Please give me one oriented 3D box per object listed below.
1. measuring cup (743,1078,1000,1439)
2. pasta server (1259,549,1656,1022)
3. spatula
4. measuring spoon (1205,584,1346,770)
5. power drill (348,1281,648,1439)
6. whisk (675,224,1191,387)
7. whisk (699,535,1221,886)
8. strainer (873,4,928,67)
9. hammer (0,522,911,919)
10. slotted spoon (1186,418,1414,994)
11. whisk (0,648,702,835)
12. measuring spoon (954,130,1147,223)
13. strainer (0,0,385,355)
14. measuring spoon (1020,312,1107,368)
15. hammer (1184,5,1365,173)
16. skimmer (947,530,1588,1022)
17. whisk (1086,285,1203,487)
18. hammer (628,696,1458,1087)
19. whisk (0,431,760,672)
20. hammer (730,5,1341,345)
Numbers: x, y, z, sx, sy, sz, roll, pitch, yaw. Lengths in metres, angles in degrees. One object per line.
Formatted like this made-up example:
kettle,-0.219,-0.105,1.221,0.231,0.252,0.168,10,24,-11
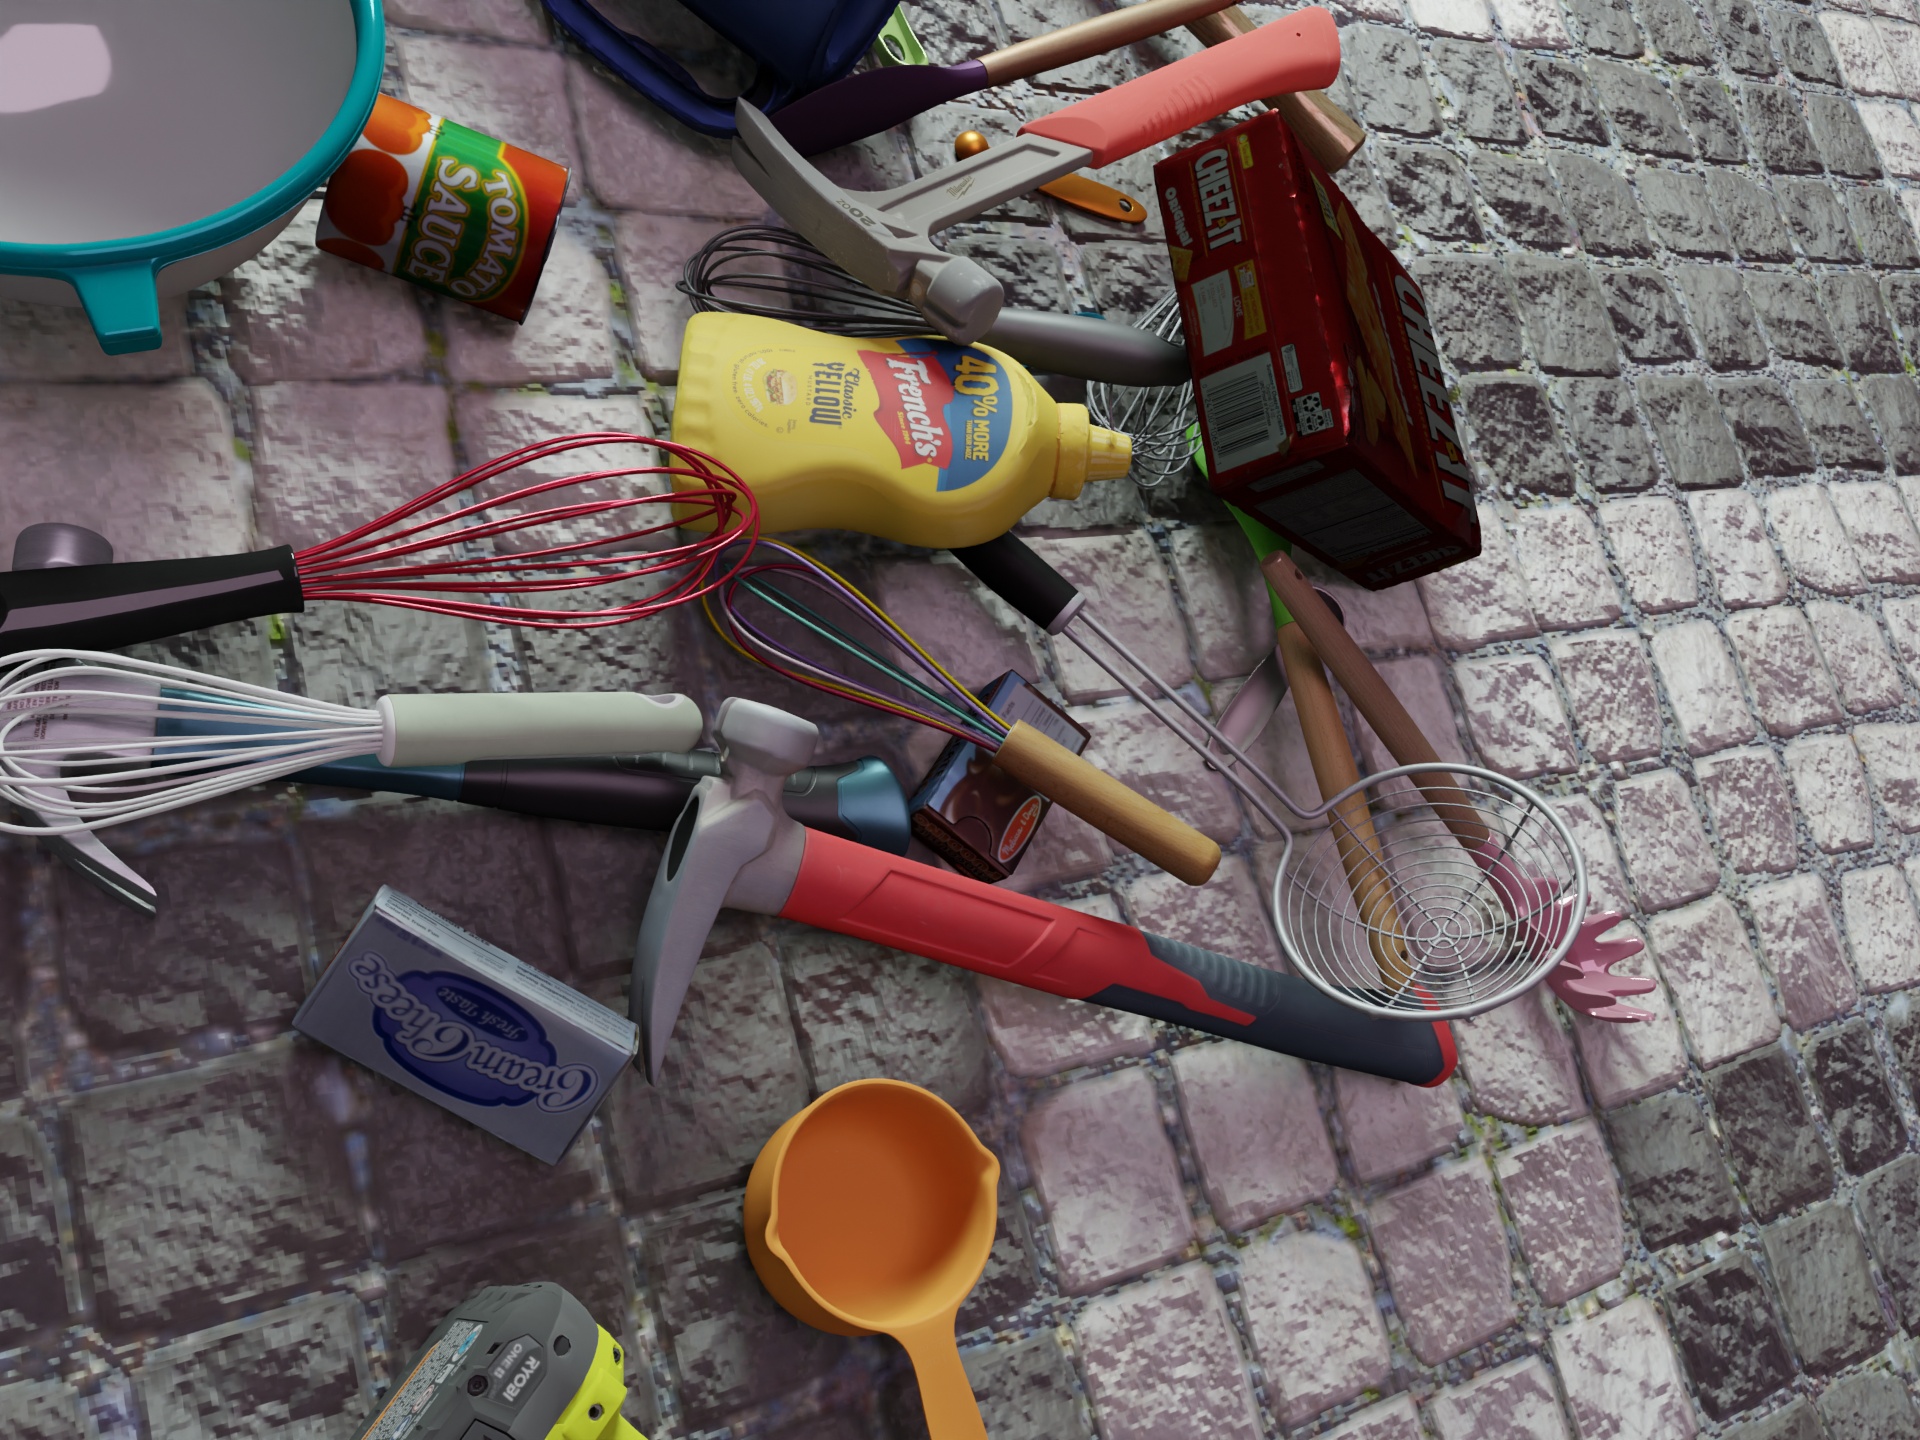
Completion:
measuring cup,-0.023,0.220,0.578,0.095,0.052,0.174,-10,73,-31
pasta server,0.244,0.037,0.773,0.316,0.040,0.060,49,42,-19
spatula,0.030,-0.330,0.794,0.316,0.059,0.018,-28,86,-26
measuring spoon,0.153,-0.019,0.794,0.034,0.018,0.124,37,65,3
power drill,-0.103,0.302,0.498,0.223,0.080,0.171,44,57,-11
whisk,-0.008,-0.179,0.717,0.239,0.055,0.055,8,67,-10
whisk,-0.002,-0.001,0.657,0.245,0.051,0.047,32,84,1
strainer,-0.062,-0.447,0.801,0.151,0.069,0.256,-17,79,-32
hammer,-0.172,0.016,0.591,0.330,0.033,0.128,8,67,-26
slotted spoon,0.168,-0.022,0.767,0.070,0.031,0.314,7,62,-37
whisk,-0.202,0.005,0.536,0.246,0.058,0.059,-1,105,-33
measuring spoon,0.050,-0.286,0.836,0.116,0.011,0.021,12,66,-24
strainer,-0.288,-0.273,0.591,0.211,0.095,0.340,29,62,-5
measuring spoon,0.031,-0.179,0.787,0.128,0.021,0.042,-31,87,-42
hammer,0.101,-0.431,0.887,0.331,0.031,0.130,43,47,-6
skimmer,0.097,-0.015,0.680,0.363,0.090,0.127,42,74,4
whisk,0.127,-0.228,0.832,0.070,0.070,0.285,35,54,-13
hammer,0.055,0.116,0.663,0.386,0.038,0.143,20,87,-27
whisk,-0.209,-0.053,0.548,0.295,0.073,0.073,-13,78,-26
hammer,0.065,-0.292,0.770,0.149,0.036,0.359,43,54,16
